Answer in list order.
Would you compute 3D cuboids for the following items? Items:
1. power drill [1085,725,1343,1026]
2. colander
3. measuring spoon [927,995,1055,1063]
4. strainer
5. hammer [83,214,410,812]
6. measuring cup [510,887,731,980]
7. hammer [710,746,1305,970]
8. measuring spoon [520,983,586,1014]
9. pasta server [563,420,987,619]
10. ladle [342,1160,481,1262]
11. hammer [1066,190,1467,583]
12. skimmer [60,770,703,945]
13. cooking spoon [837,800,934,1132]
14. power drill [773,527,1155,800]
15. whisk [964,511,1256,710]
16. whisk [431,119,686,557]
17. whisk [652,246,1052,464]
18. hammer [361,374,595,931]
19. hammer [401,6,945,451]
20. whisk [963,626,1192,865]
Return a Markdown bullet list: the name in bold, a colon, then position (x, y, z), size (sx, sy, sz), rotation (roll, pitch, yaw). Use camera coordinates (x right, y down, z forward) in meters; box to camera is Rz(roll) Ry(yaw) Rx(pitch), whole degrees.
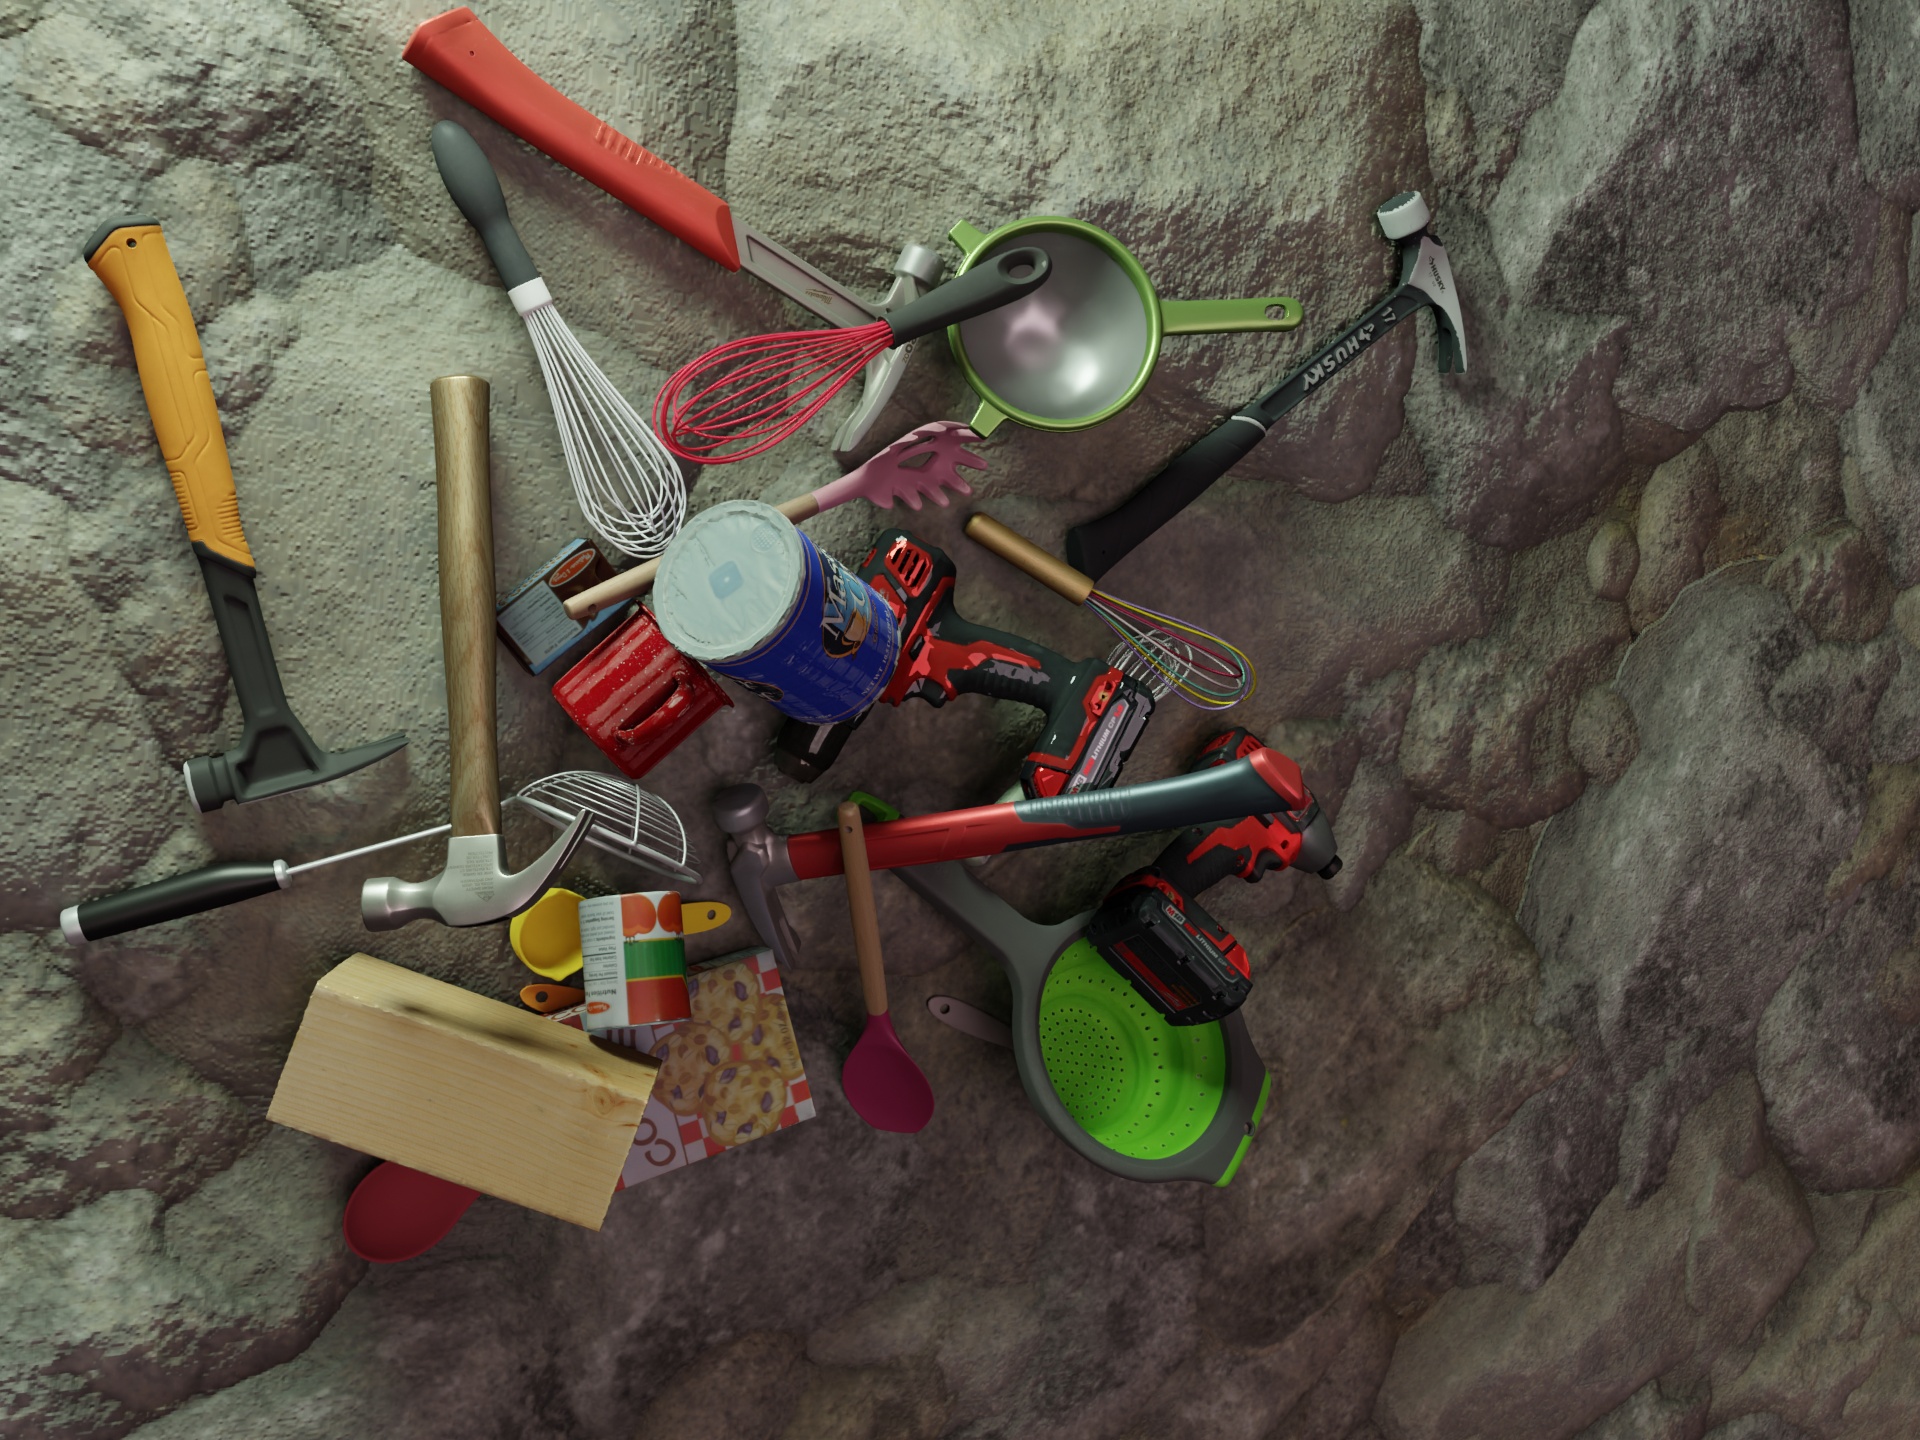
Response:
- **power drill**: position (0.204, 0.119, 1.209), size (0.143, 0.078, 0.220), rotation (45, 55, -6)
- **colander**: position (0.051, 0.199, 1.193), size (0.397, 0.094, 0.205), rotation (41, 53, -9)
- **measuring spoon**: position (0.026, 0.240, 1.224), size (0.124, 0.018, 0.034), rotation (29, 87, -27)
- **strainer**: position (0.111, -0.273, 1.119), size (0.256, 0.069, 0.151), rotation (-6, 86, -12)
- **hammer**: position (-0.425, -0.119, 0.923), size (0.127, 0.034, 0.336), rotation (-16, 107, -22)
- **measuring cup**: position (-0.230, 0.137, 1.080), size (0.156, 0.029, 0.062), rotation (-3, 99, -38)
- **hammer**: position (0.035, 0.083, 1.057), size (0.386, 0.038, 0.143), rotation (-9, 120, 14)
- **measuring spoon**: position (-0.245, 0.197, 1.089), size (0.116, 0.011, 0.021), rotation (17, 84, -24)
- **pasta server**: position (-0.115, -0.130, 1.047), size (0.316, 0.040, 0.060), rotation (-29, 136, -29)
- **ladle**: position (-0.261, 0.280, 1.086), size (0.315, 0.031, 0.069), rotation (-20, 104, -24)
- **hammer**: position (0.238, -0.235, 1.229), size (0.409, 0.036, 0.149), rotation (-40, 115, -14)
- **skimmer**: position (-0.345, 0.105, 0.974), size (0.363, 0.127, 0.090), rotation (-15, 86, -15)
- **cooking spoon**: position (-0.060, 0.182, 1.105), size (0.069, 0.017, 0.318), rotation (4, 128, 12)
- **power drill**: position (-0.002, -0.004, 1.100), size (0.226, 0.080, 0.188), rotation (30, 86, -4)
- **whisk**: position (0.112, -0.084, 1.156), size (0.245, 0.047, 0.051), rotation (31, 68, -8)
- **whisk**: position (-0.250, -0.230, 0.978), size (0.070, 0.070, 0.284), rotation (-31, 107, -18)
- **whisk**: position (-0.063, -0.241, 1.023), size (0.296, 0.073, 0.073), rotation (-29, 111, -18)
- **hammer**: position (-0.288, -0.045, 0.942), size (0.130, 0.031, 0.331), rotation (-4, 81, -4)
- **hammer**: position (-0.181, -0.316, 1.004), size (0.358, 0.037, 0.149), rotation (27, 87, -28)
- **whisk**: position (0.085, 0.018, 1.178), size (0.246, 0.059, 0.057), rotation (-46, 147, -19)
